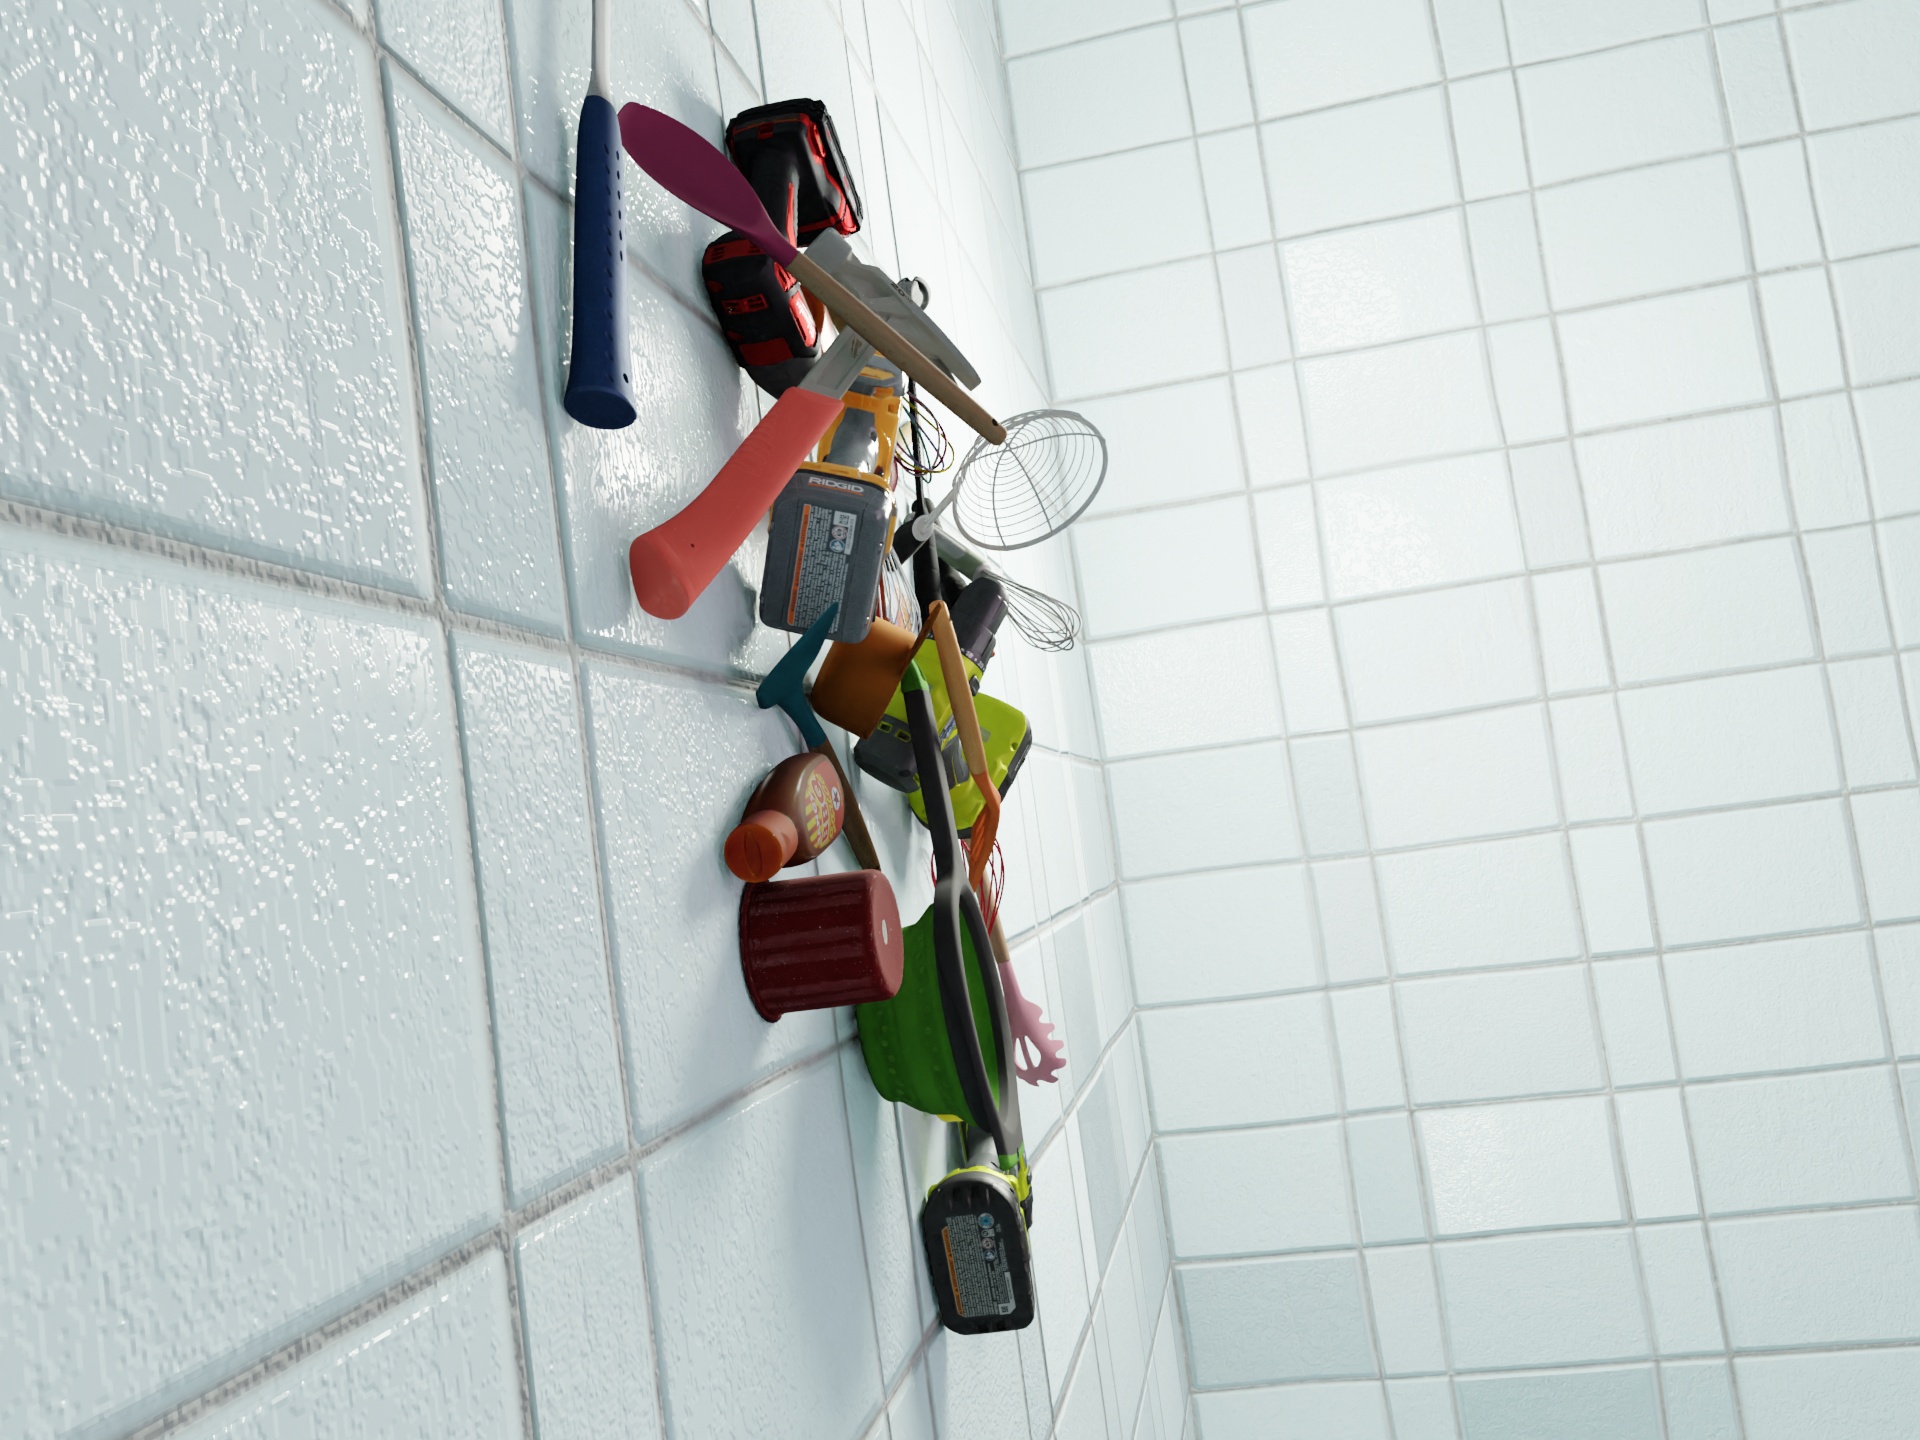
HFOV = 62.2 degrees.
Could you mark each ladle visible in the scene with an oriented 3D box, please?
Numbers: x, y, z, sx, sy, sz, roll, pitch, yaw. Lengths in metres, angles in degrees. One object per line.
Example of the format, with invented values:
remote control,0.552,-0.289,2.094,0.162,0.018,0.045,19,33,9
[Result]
ladle,-0.063,-0.273,1.592,0.315,0.031,0.069,-74,156,-70

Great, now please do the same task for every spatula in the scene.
spatula,0.001,0.024,1.270,0.322,0.041,0.081,76,14,-47
spatula,-0.090,0.034,1.141,0.082,0.044,0.317,-51,149,-23

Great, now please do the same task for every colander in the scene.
colander,-0.039,0.145,1.208,0.204,0.094,0.397,43,35,-78

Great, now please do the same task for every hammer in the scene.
hammer,-0.098,-0.174,0.986,0.149,0.036,0.359,43,43,-17
hammer,-0.037,-0.203,1.507,0.149,0.036,0.408,-81,167,-67
hammer,-0.198,-0.347,0.891,0.144,0.035,0.406,55,29,-67

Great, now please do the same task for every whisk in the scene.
whisk,0.026,-0.140,1.556,0.247,0.058,0.059,39,-22,32
whisk,-0.075,-0.161,1.360,0.070,0.070,0.285,68,12,-53
whisk,0.017,0.215,1.550,0.073,0.073,0.295,-81,166,-58
whisk,-0.065,-0.286,1.351,0.245,0.047,0.051,62,-3,35

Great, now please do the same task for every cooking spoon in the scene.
cooking spoon,-0.089,-0.278,1.019,0.318,0.017,0.069,36,43,-23

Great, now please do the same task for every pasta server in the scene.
pasta server,0.039,0.221,1.634,0.040,0.060,0.316,10,63,-70

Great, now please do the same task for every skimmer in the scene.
skimmer,0.010,-0.160,1.311,0.127,0.090,0.363,-63,-169,-17

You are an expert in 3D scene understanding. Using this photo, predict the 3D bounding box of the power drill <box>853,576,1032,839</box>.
power drill,-0.002,-0.004,1.378,0.190,0.080,0.228,-60,160,-14

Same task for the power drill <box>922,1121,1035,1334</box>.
power drill,0.027,0.425,1.380,0.223,0.080,0.171,-58,138,-79

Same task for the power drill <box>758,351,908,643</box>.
power drill,-0.088,-0.144,1.149,0.226,0.084,0.185,-83,-175,-54

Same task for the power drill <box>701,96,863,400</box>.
power drill,-0.128,-0.337,1.161,0.143,0.078,0.220,67,21,-50

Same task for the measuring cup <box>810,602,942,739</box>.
measuring cup,-0.061,-0.052,1.141,0.173,0.052,0.095,-50,-163,60
